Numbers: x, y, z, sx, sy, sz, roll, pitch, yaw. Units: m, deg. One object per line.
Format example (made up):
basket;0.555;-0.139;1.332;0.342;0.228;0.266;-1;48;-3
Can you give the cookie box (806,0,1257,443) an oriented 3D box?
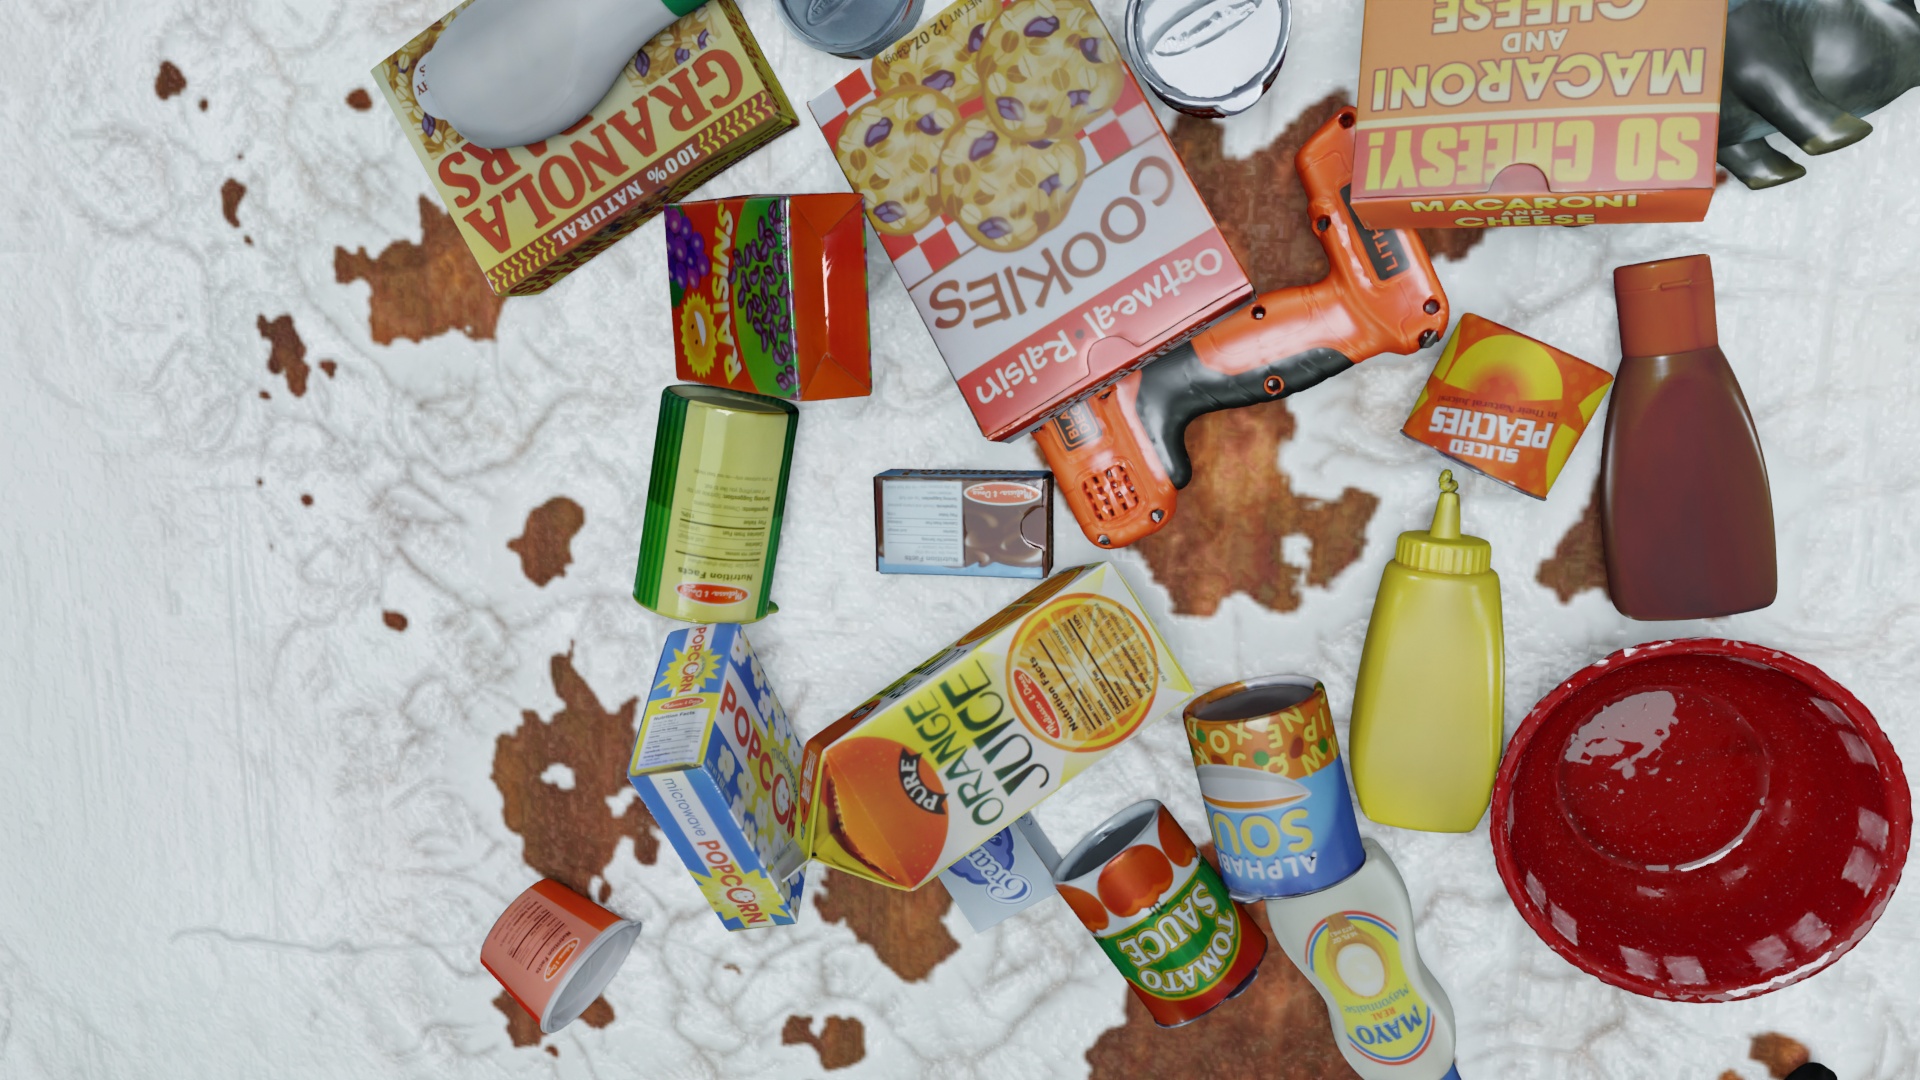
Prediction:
cookie box;0.028;-0.141;0.575;0.123;0.040;0.167;-30;82;16

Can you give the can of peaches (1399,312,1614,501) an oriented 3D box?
can of peaches;0.227;-0.057;0.579;0.071;0.071;0.058;26;104;6

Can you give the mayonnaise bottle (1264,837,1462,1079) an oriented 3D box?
mayonnaise bottle;0.199;0.217;0.654;0.064;0.041;0.148;-25;94;14

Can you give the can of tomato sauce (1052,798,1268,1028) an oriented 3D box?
can of tomato sauce;0.094;0.174;0.654;0.071;0.071;0.083;-37;91;17

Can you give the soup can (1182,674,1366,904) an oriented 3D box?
soup can;0.140;0.111;0.631;0.071;0.071;0.083;-13;97;15

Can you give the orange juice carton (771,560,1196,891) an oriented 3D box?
orange juice carton;-0.001;0.090;0.616;0.193;0.071;0.073;-33;93;-12

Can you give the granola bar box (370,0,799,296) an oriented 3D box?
granola bar box;-0.177;-0.210;0.655;0.165;0.039;0.124;-28;93;16

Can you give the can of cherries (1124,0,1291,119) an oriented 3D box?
can of cherries;0.105;-0.211;0.583;0.071;0.058;0.071;2;101;11

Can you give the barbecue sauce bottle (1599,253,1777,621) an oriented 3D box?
barbecue sauce bottle;0.300;-0.043;0.581;0.065;0.044;0.148;-8;98;13

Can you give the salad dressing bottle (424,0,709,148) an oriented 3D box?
salad dressing bottle;-0.161;-0.226;0.605;0.147;0.044;0.064;-25;92;14

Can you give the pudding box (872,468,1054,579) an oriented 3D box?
pudding box;0.002;-0.008;0.659;0.084;0.030;0.049;1;100;12

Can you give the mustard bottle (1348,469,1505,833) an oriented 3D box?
mustard bottle;0.210;0.047;0.615;0.065;0.049;0.159;6;101;13

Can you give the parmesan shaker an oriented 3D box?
parmesan shaker;-0.114;-0.018;0.666;0.071;0.071;0.102;13;103;10

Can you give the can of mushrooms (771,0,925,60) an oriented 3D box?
can of mushrooms;-0.051;-0.253;0.622;0.071;0.033;0.071;3;102;12

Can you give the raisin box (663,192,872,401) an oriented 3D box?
raisin box;-0.088;-0.110;0.618;0.123;0.040;0.086;15;112;53

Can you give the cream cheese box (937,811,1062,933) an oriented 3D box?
cream cheese box;0.003;0.139;0.691;0.053;0.024;0.104;-34;92;18

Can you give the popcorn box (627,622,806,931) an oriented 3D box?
popcorn box;-0.107;0.112;0.651;0.038;0.085;0.126;-9;131;11

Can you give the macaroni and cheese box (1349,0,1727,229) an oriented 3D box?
macaroni and cheese box;0.214;-0.203;0.514;0.124;0.040;0.166;4;87;25

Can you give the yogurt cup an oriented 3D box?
yogurt cup;-0.215;0.216;0.734;0.054;0.072;0.072;33;106;13
